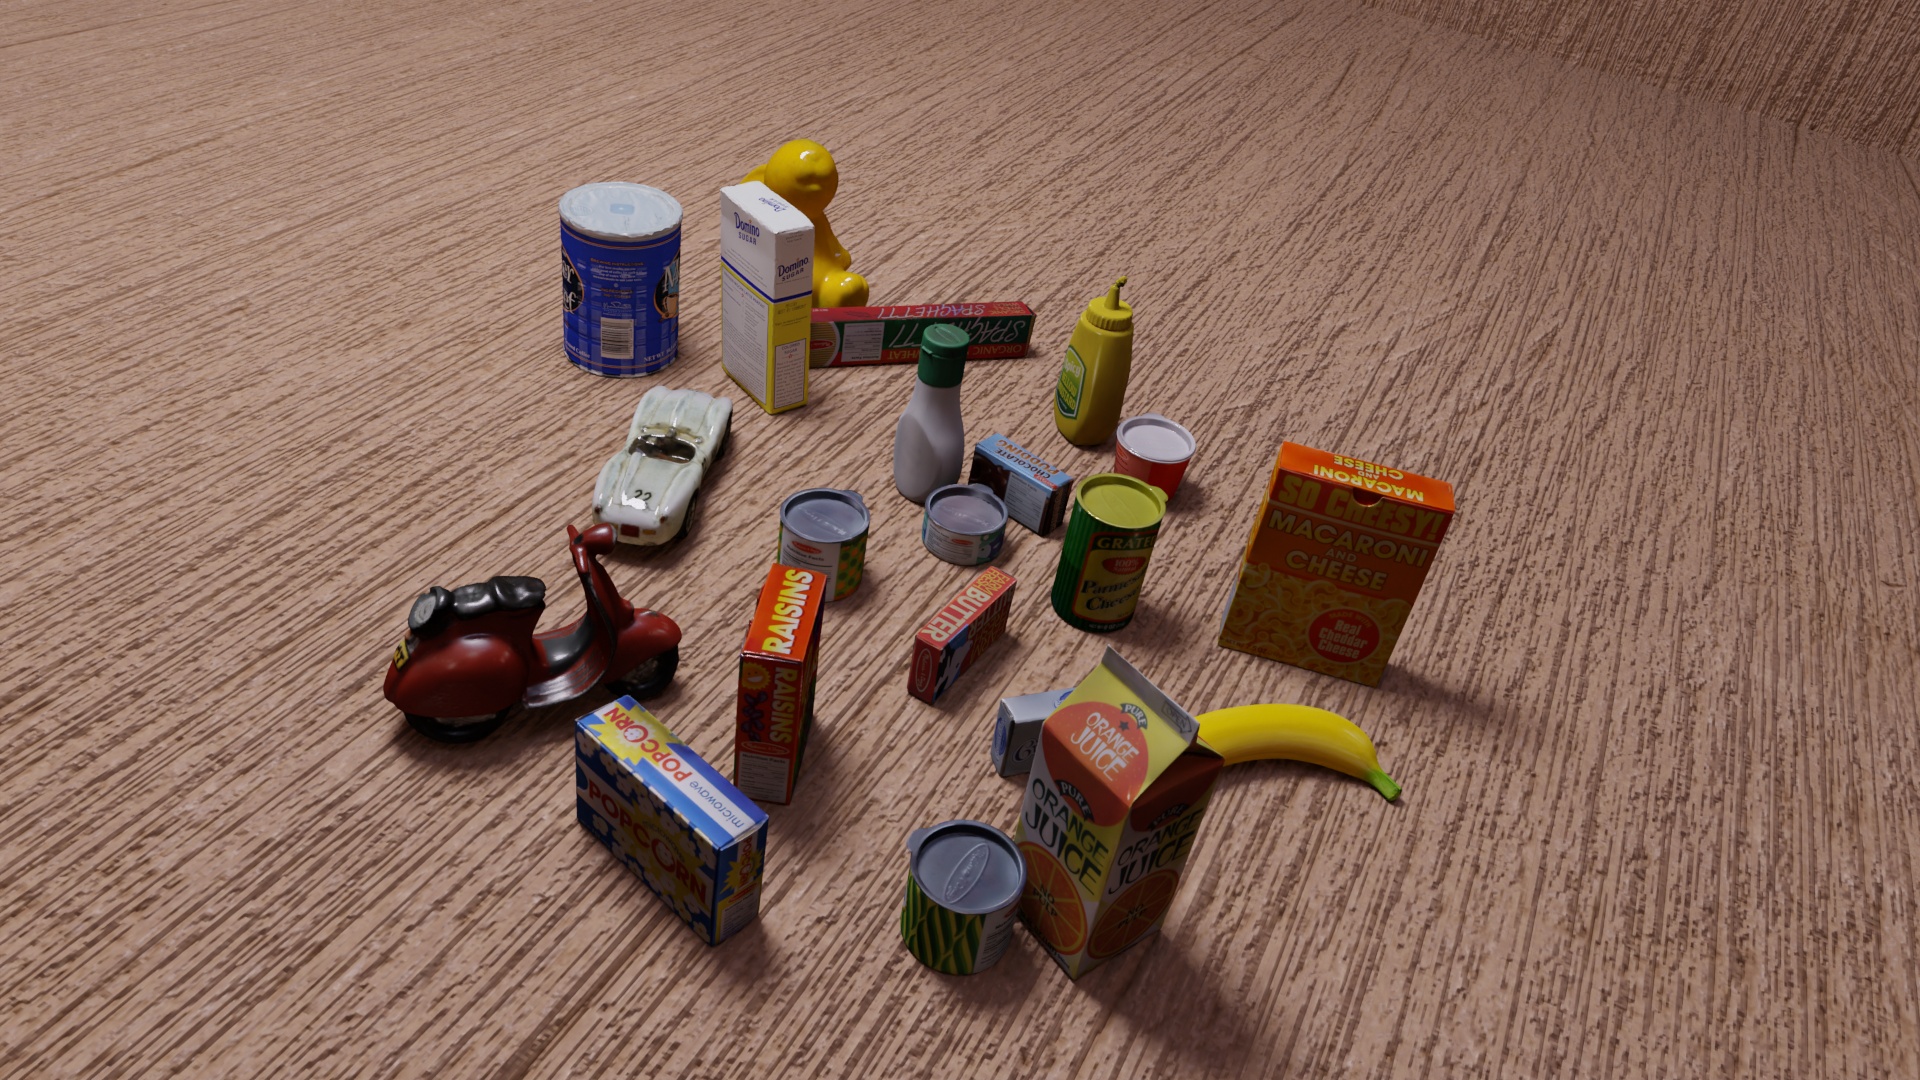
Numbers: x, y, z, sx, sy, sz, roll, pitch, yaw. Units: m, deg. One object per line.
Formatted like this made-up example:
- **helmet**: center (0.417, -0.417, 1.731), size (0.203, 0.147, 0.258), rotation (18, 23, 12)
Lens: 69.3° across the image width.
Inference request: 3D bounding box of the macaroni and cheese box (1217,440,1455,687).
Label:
- **macaroni and cheese box**: center (0.269, 0.020, 1.007), size (0.124, 0.165, 0.040), rotation (15, 37, 6)

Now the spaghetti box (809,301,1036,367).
- **spaghetti box**: center (-0.051, -0.194, 1.305), size (0.251, 0.049, 0.029), rotation (-6, 40, -20)

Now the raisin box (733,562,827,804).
- **raisin box**: center (-0.112, 0.089, 0.861), size (0.040, 0.122, 0.086), rotation (10, 37, 0)

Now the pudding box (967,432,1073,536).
- **pudding box**: center (0.048, -0.046, 1.137), size (0.084, 0.049, 0.030), rotation (33, 42, 27)

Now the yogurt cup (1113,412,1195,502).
- **yogurt cup**: center (0.162, -0.067, 1.187), size (0.072, 0.053, 0.073), rotation (7, 37, -5)

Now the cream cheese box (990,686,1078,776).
- **cream cheese box**: center (0.073, 0.123, 0.919), size (0.104, 0.053, 0.024), rotation (-6, 40, -21)

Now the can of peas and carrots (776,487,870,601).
- **can of peas and carrots**: center (-0.101, 0.002, 1.031), size (0.071, 0.058, 0.071), rotation (7, 37, -5)

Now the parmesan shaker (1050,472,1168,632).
- **parmesan shaker**: center (0.111, 0.010, 1.035), size (0.071, 0.102, 0.072), rotation (7, 37, -5)

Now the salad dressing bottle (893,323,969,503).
- **salad dressing bottle**: center (-0.021, -0.100, 1.110), size (0.044, 0.146, 0.064), rotation (-21, 47, -35)

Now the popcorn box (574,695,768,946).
- **popcorn box**: center (-0.166, 0.158, 0.789), size (0.127, 0.084, 0.038), rotation (34, 43, 28)

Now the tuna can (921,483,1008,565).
- **tuna can**: center (0.004, -0.014, 1.098), size (0.071, 0.032, 0.071), rotation (7, 37, -5)

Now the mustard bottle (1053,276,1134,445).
- **mustard bottle**: center (0.120, -0.161, 1.213), size (0.049, 0.159, 0.065), rotation (-7, 40, -21)

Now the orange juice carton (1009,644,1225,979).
- **orange juice carton**: center (0.085, 0.148, 0.774), size (0.073, 0.191, 0.072), rotation (-19, 46, -33)

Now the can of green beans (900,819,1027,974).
- **can of green beans**: center (0.001, 0.203, 0.793), size (0.071, 0.057, 0.071), rotation (7, 37, -5)

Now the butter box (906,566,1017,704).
- **butter box**: center (0.001, 0.065, 0.977), size (0.024, 0.052, 0.104), rotation (27, 40, 20)
